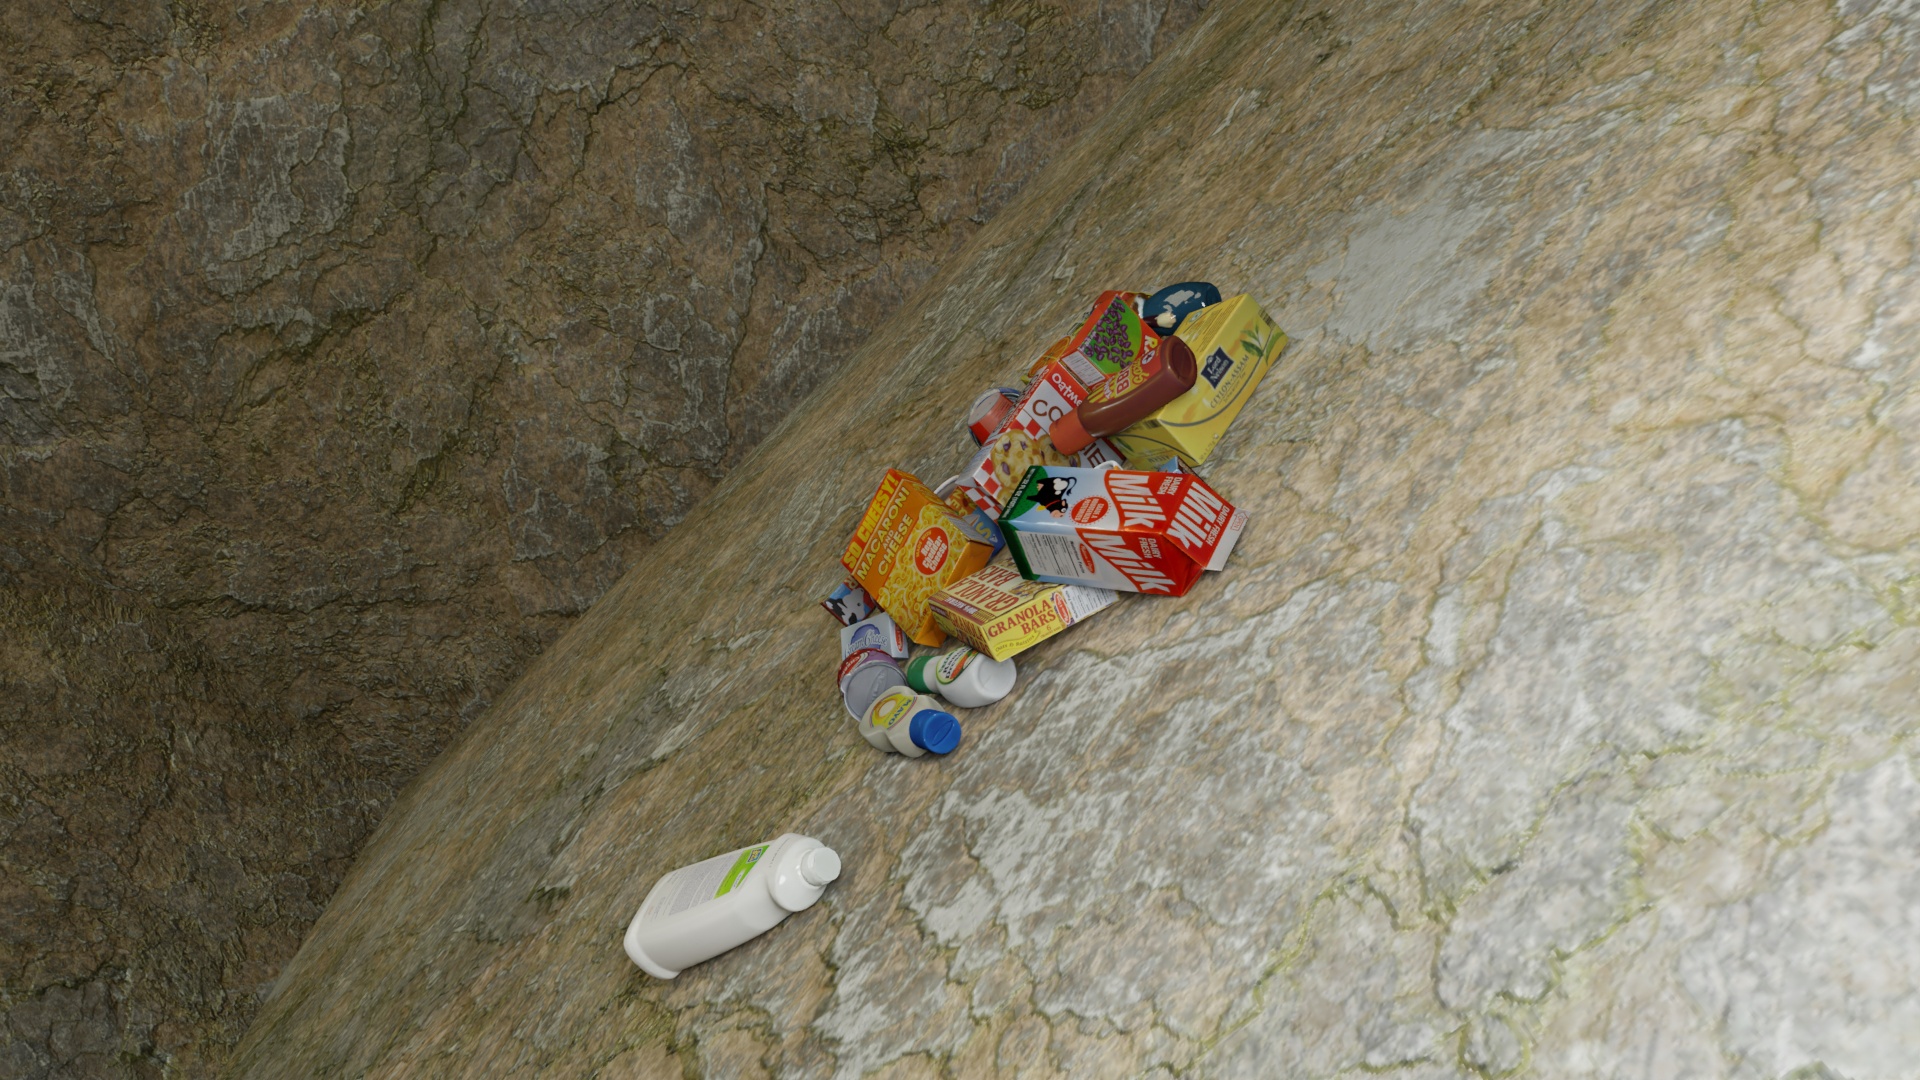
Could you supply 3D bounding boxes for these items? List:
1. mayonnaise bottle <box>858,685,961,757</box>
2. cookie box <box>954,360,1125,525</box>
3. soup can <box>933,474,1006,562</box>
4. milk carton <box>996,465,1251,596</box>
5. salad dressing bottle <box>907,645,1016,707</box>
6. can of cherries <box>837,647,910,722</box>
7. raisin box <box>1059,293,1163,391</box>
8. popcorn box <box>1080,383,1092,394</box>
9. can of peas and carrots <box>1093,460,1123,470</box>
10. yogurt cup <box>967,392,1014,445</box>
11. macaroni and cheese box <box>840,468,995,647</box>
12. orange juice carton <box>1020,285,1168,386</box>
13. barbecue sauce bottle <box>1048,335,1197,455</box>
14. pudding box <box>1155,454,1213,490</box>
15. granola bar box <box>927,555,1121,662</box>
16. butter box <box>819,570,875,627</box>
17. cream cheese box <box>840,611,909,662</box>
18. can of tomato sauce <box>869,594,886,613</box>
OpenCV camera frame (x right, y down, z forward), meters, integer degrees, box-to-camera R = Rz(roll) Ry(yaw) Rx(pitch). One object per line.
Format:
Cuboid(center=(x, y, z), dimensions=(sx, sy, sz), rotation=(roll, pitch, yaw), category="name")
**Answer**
Cuboid(center=(-0.044, 0.168, 1.269), dimensions=(0.065, 0.041, 0.148), rotation=(-49, 16, -16), category="mayonnaise bottle")
Cuboid(center=(0.087, -0.078, 1.390), dimensions=(0.168, 0.123, 0.040), rotation=(-55, 19, -27), category="cookie box")
Cuboid(center=(0.005, -0.019, 1.519), dimensions=(0.071, 0.083, 0.071), rotation=(-41, 17, 16), category="soup can")
Cuboid(center=(0.135, -0.008, 1.127), dimensions=(0.190, 0.073, 0.073), rotation=(6, 47, 33), category="milk carton")
Cuboid(center=(-0.003, 0.123, 1.272), dimensions=(0.064, 0.044, 0.147), rotation=(-49, 16, -23), category="salad dressing bottle")
Cuboid(center=(-0.089, 0.144, 1.385), dimensions=(0.071, 0.071, 0.058), rotation=(-46, 16, -1), category="can of cherries")
Cuboid(center=(0.172, -0.177, 1.415), dimensions=(0.086, 0.123, 0.040), rotation=(-55, 17, -28), category="raisin box")
Cuboid(center=(0.157, -0.157, 1.557), dimensions=(0.126, 0.038, 0.085), rotation=(-40, 16, 19), category="popcorn box")
Cuboid(center=(0.136, -0.029, 1.268), dimensions=(0.071, 0.058, 0.071), rotation=(-42, 16, 15), category="can of peas and carrots")
Cuboid(center=(0.045, -0.137, 1.631), dimensions=(0.072, 0.054, 0.073), rotation=(-41, 17, 16), category="yogurt cup")
Cuboid(center=(-0.048, 0.016, 1.458), dimensions=(0.167, 0.040, 0.123), rotation=(43, 109, 46), category="macaroni and cheese box")
Cuboid(center=(0.169, -0.233, 1.648), dimensions=(0.193, 0.073, 0.072), rotation=(-46, 16, -2), category="orange juice carton")
Cuboid(center=(0.146, -0.126, 1.263), dimensions=(0.148, 0.043, 0.065), rotation=(-32, 25, 36), category="barbecue sauce bottle")
Cuboid(center=(0.171, -0.029, 1.197), dimensions=(0.083, 0.049, 0.030), rotation=(-38, 19, 24), category="pudding box")
Cuboid(center=(0.052, 0.051, 1.240), dimensions=(0.124, 0.039, 0.165), rotation=(-26, 12, -14), category="granola bar box")
Cuboid(center=(-0.118, 0.056, 1.699), dimensions=(0.104, 0.053, 0.024), rotation=(-49, 14, -13), category="butter box")
Cuboid(center=(-0.094, 0.112, 1.509), dimensions=(0.103, 0.024, 0.053), rotation=(-25, 66, 51), category="cream cheese box")
Cuboid(center=(-0.050, 0.046, 1.532), dimensions=(0.083, 0.071, 0.071), rotation=(-38, 18, 22), category="can of tomato sauce")
